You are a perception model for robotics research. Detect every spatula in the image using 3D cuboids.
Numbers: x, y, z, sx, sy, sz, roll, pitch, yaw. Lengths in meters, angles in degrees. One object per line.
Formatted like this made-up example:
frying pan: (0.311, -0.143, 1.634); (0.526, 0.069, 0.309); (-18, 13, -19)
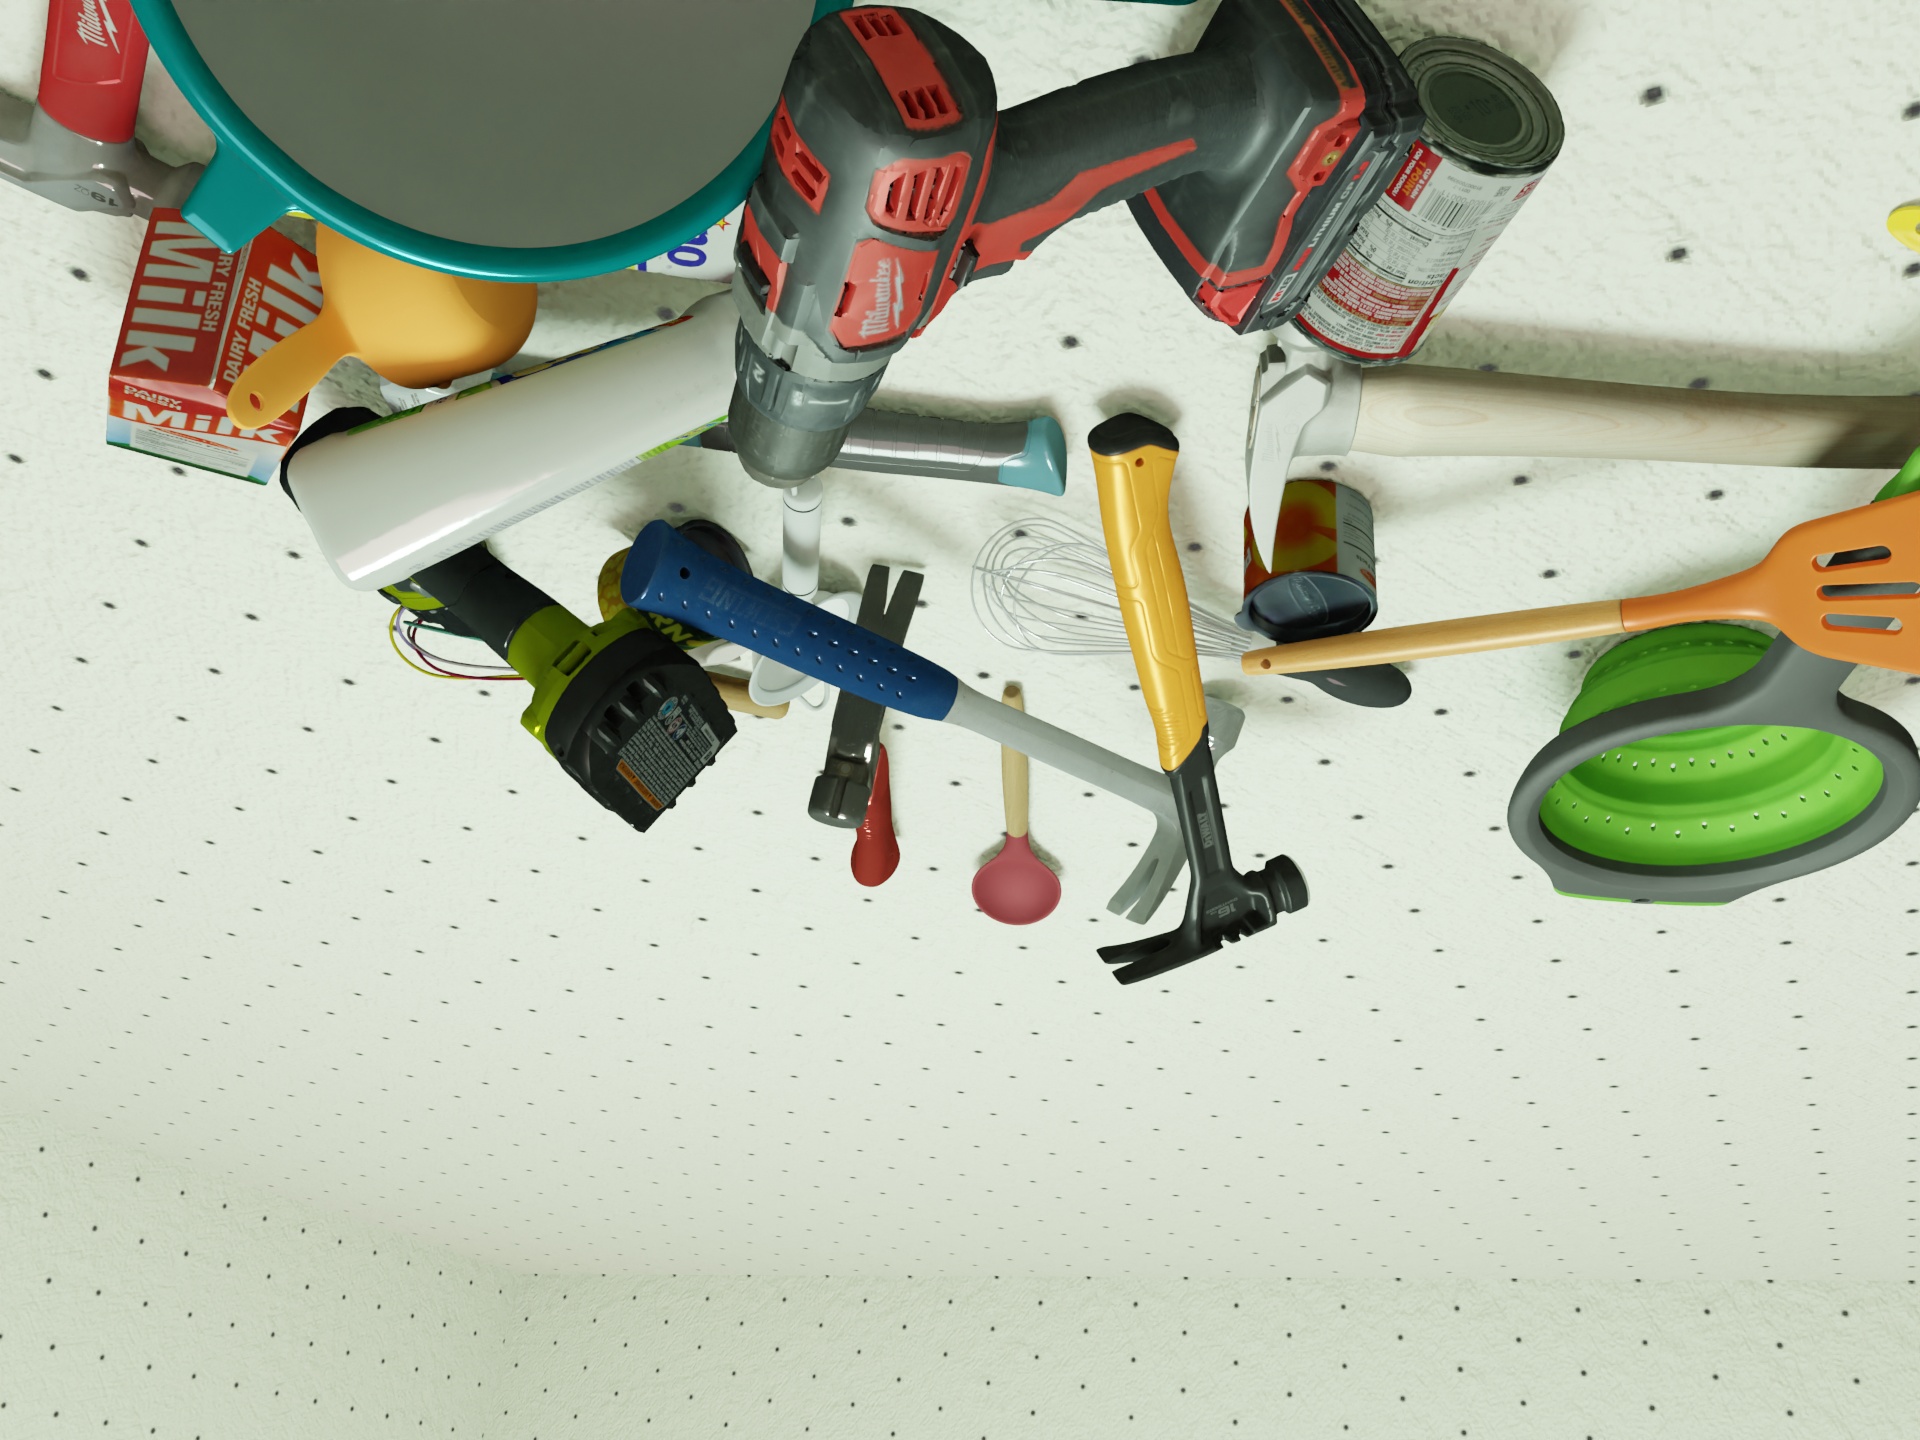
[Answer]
spatula: (0.275, -0.043, 0.724); (0.323, 0.041, 0.081); (-7, 104, 34)

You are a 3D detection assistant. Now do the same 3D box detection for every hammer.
hammer: (0.333, -0.122, 0.698); (0.410, 0.038, 0.146); (2, 138, 4)
hammer: (-0.056, 0.035, 1.023); (0.036, 0.149, 0.359); (13, 162, 3)
hammer: (-0.111, -0.144, 0.770); (0.331, 0.033, 0.128); (6, 150, 0)
hammer: (0.107, -0.003, 0.838); (0.127, 0.034, 0.336); (-23, 125, -9)
hammer: (-0.286, -0.304, 0.517); (0.143, 0.038, 0.386); (23, 147, -24)
hammer: (-0.001, -0.003, 0.850); (0.405, 0.144, 0.035); (23, 175, -38)

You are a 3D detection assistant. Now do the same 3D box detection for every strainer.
strainer: (-0.086, -0.072, 0.850); (0.050, 0.087, 0.258); (47, 161, 12)
strainer: (-0.084, -0.256, 0.510); (0.340, 0.095, 0.211); (-7, 117, -21)

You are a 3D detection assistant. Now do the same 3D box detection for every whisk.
whisk: (0.134, -0.049, 0.873); (0.284, 0.070, 0.070); (13, 150, -23)
whisk: (-0.225, -0.032, 0.982); (0.245, 0.047, 0.051); (12, 168, -18)

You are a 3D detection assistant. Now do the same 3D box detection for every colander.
colander: (0.402, -0.031, 0.807); (0.204, 0.095, 0.396); (3, 149, 5)

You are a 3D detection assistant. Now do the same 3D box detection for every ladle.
ladle: (0.038, 0.065, 1.115); (0.069, 0.031, 0.315); (1, 148, 4)

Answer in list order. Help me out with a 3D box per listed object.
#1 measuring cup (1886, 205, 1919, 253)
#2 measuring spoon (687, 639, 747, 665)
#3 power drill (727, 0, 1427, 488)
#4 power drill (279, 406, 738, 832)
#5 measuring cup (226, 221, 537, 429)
measuring cup: (0.437, -0.179, 0.618); (0.156, 0.029, 0.062); (19, 150, 1)
measuring spoon: (-0.139, -0.044, 0.925); (0.034, 0.018, 0.124); (-8, 179, -17)
power drill: (0.025, -0.163, 0.548); (0.226, 0.080, 0.187); (-20, 161, -27)
power drill: (-0.227, -0.046, 0.820); (0.229, 0.080, 0.190); (38, 167, 16)
measuring cup: (-0.224, -0.161, 0.627); (0.052, 0.174, 0.095); (-10, 123, 19)
